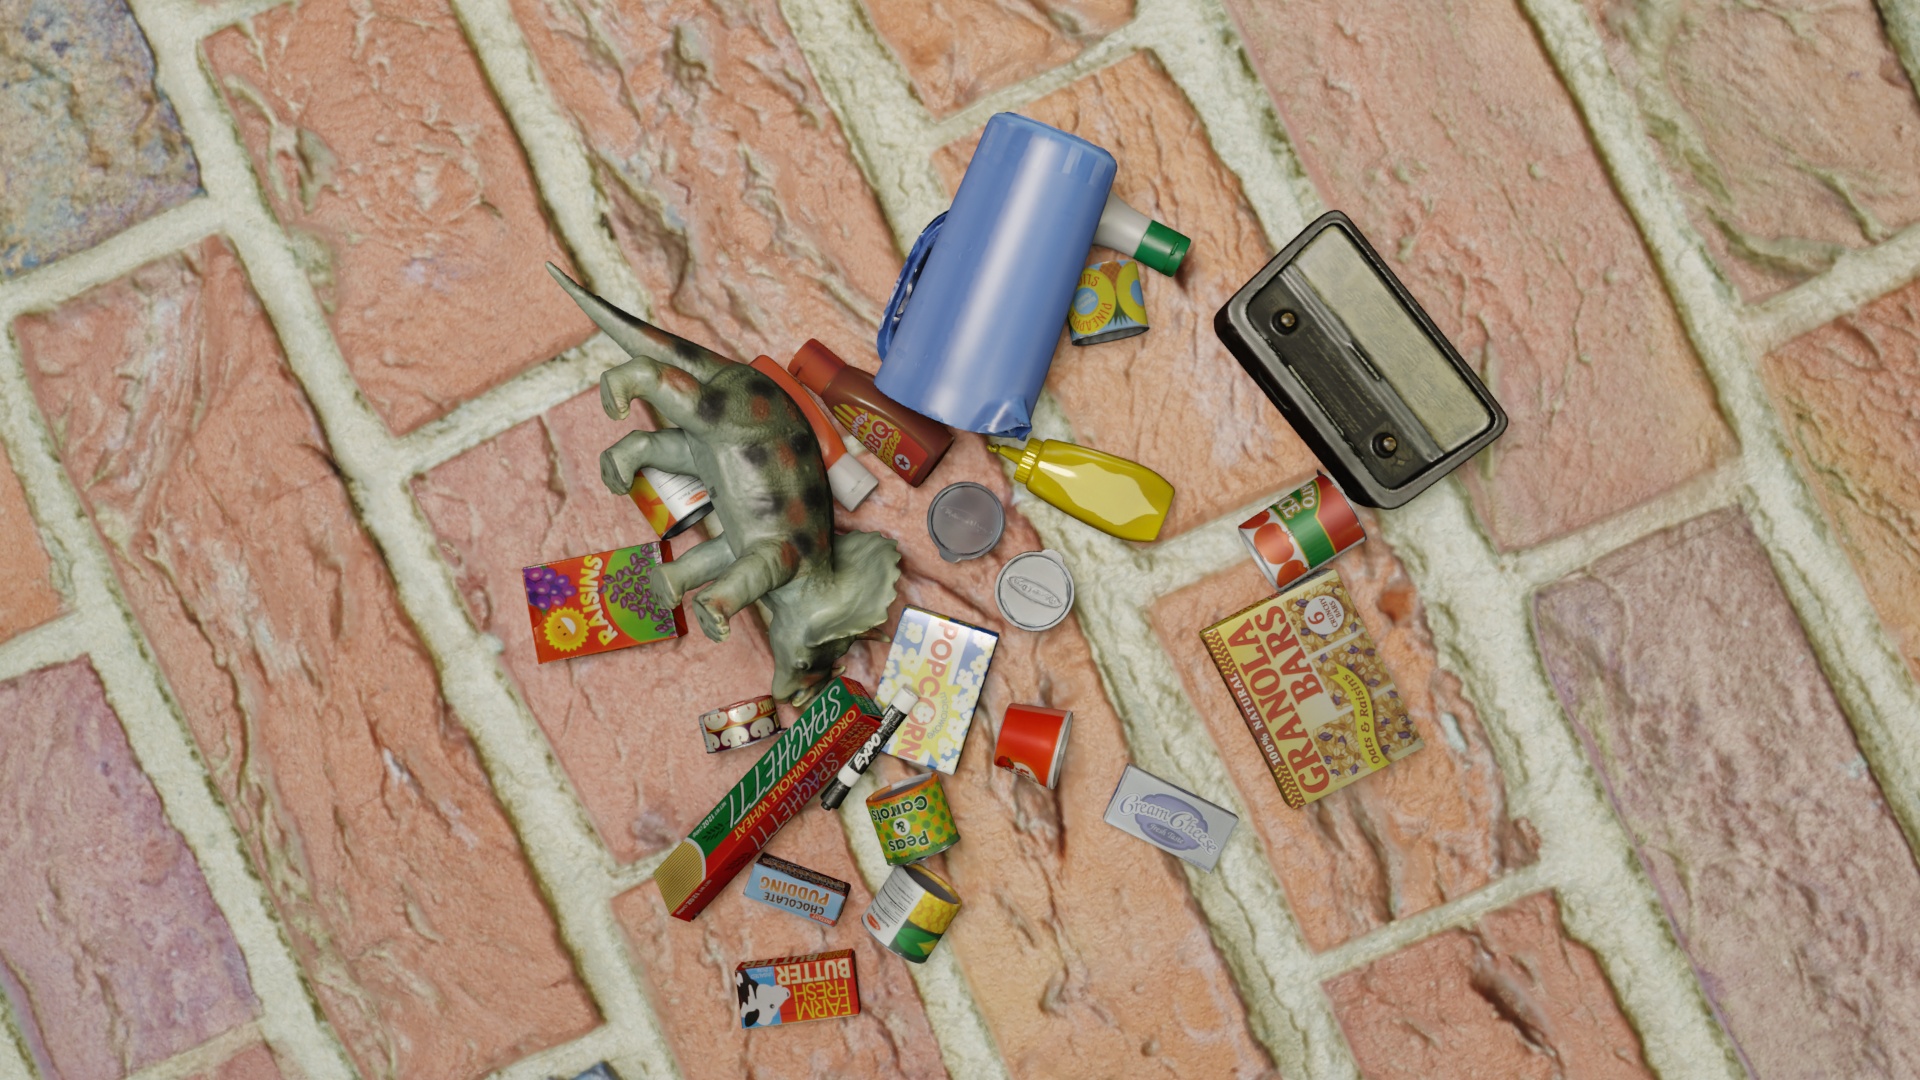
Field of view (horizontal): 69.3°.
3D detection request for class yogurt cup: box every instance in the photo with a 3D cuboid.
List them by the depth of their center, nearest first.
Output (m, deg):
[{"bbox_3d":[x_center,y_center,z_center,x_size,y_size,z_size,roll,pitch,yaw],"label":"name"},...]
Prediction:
[{"bbox_3d":[0.060,0.169,1.166,0.054,0.072,0.072,14,92,10],"label":"yogurt cup"}]

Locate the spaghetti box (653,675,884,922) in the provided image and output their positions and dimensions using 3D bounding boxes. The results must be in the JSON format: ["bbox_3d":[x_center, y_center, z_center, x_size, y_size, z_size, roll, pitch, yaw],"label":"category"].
[{"bbox_3d":[-0.163,0.217,1.167,0.249,0.028,0.050,-47,48,10],"label":"spaghetti box"}]

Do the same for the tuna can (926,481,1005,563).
[{"bbox_3d":[0.004,-0.015,1.181,0.071,0.033,0.071,0,91,3],"label":"tuna can"}]

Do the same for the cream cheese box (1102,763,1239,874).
[{"bbox_3d":[0.178,0.236,1.180,0.104,0.024,0.053,26,91,2],"label":"cream cheese box"}]

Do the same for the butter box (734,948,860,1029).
[{"bbox_3d":[-0.139,0.386,1.196,0.103,0.024,0.053,-8,91,3],"label":"butter box"}]

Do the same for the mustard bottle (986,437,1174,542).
[{"bbox_3d":[0.098,-0.052,1.169,0.160,0.049,0.065,23,92,3],"label":"mustard bottle"}]

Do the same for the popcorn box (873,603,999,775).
[{"bbox_3d":[-0.025,0.126,1.181,0.085,0.038,0.126,18,91,3],"label":"popcorn box"}]

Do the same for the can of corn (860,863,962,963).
[{"bbox_3d":[-0.039,0.313,1.172,0.071,0.071,0.058,33,92,2],"label":"can of corn"}]

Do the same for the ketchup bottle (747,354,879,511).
[{"bbox_3d":[-0.135,-0.087,1.181,0.149,0.043,0.065,43,83,1],"label":"ketchup bottle"}]

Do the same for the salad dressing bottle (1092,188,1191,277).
[{"bbox_3d":[0.120,-0.270,1.168,0.148,0.044,0.064,27,88,1],"label":"salad dressing bottle"}]

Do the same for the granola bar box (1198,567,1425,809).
[{"bbox_3d":[0.293,0.123,1.166,0.124,0.039,0.165,-27,90,3],"label":"granola bar box"}]

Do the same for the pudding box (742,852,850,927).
[{"bbox_3d":[-0.139,0.297,1.182,0.084,0.049,0.030,20,91,2],"label":"pudding box"}]

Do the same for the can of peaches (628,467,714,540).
[{"bbox_3d":[-0.244,-0.041,1.177,0.071,0.071,0.058,-36,89,3],"label":"can of peaches"}]

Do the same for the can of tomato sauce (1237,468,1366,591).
[{"bbox_3d":[0.281,-0.008,1.152,0.083,0.071,0.071,-32,89,4],"label":"can of tomato sauce"}]

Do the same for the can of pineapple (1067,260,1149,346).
[{"bbox_3d":[0.119,-0.197,1.156,0.071,0.071,0.058,-11,90,3],"label":"can of pineapple"}]

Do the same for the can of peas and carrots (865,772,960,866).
[{"bbox_3d":[-0.041,0.234,1.167,0.071,0.071,0.058,-20,90,3],"label":"can of peas and carrots"}]

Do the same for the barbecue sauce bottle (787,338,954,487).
[{"bbox_3d":[-0.077,-0.111,1.168,0.148,0.064,0.044,39,54,1],"label":"barbecue sauce bottle"}]

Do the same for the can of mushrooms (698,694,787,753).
[{"bbox_3d":[-0.184,0.154,1.175,0.071,0.071,0.033,-16,89,3],"label":"can of mushrooms"}]

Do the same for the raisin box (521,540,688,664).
[{"bbox_3d":[-0.305,0.053,1.193,0.123,0.040,0.086,-11,91,3],"label":"raisin box"}]

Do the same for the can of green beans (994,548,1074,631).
[{"bbox_3d":[0.062,0.041,1.166,0.071,0.058,0.071,0,91,3],"label":"can of green beans"}]
